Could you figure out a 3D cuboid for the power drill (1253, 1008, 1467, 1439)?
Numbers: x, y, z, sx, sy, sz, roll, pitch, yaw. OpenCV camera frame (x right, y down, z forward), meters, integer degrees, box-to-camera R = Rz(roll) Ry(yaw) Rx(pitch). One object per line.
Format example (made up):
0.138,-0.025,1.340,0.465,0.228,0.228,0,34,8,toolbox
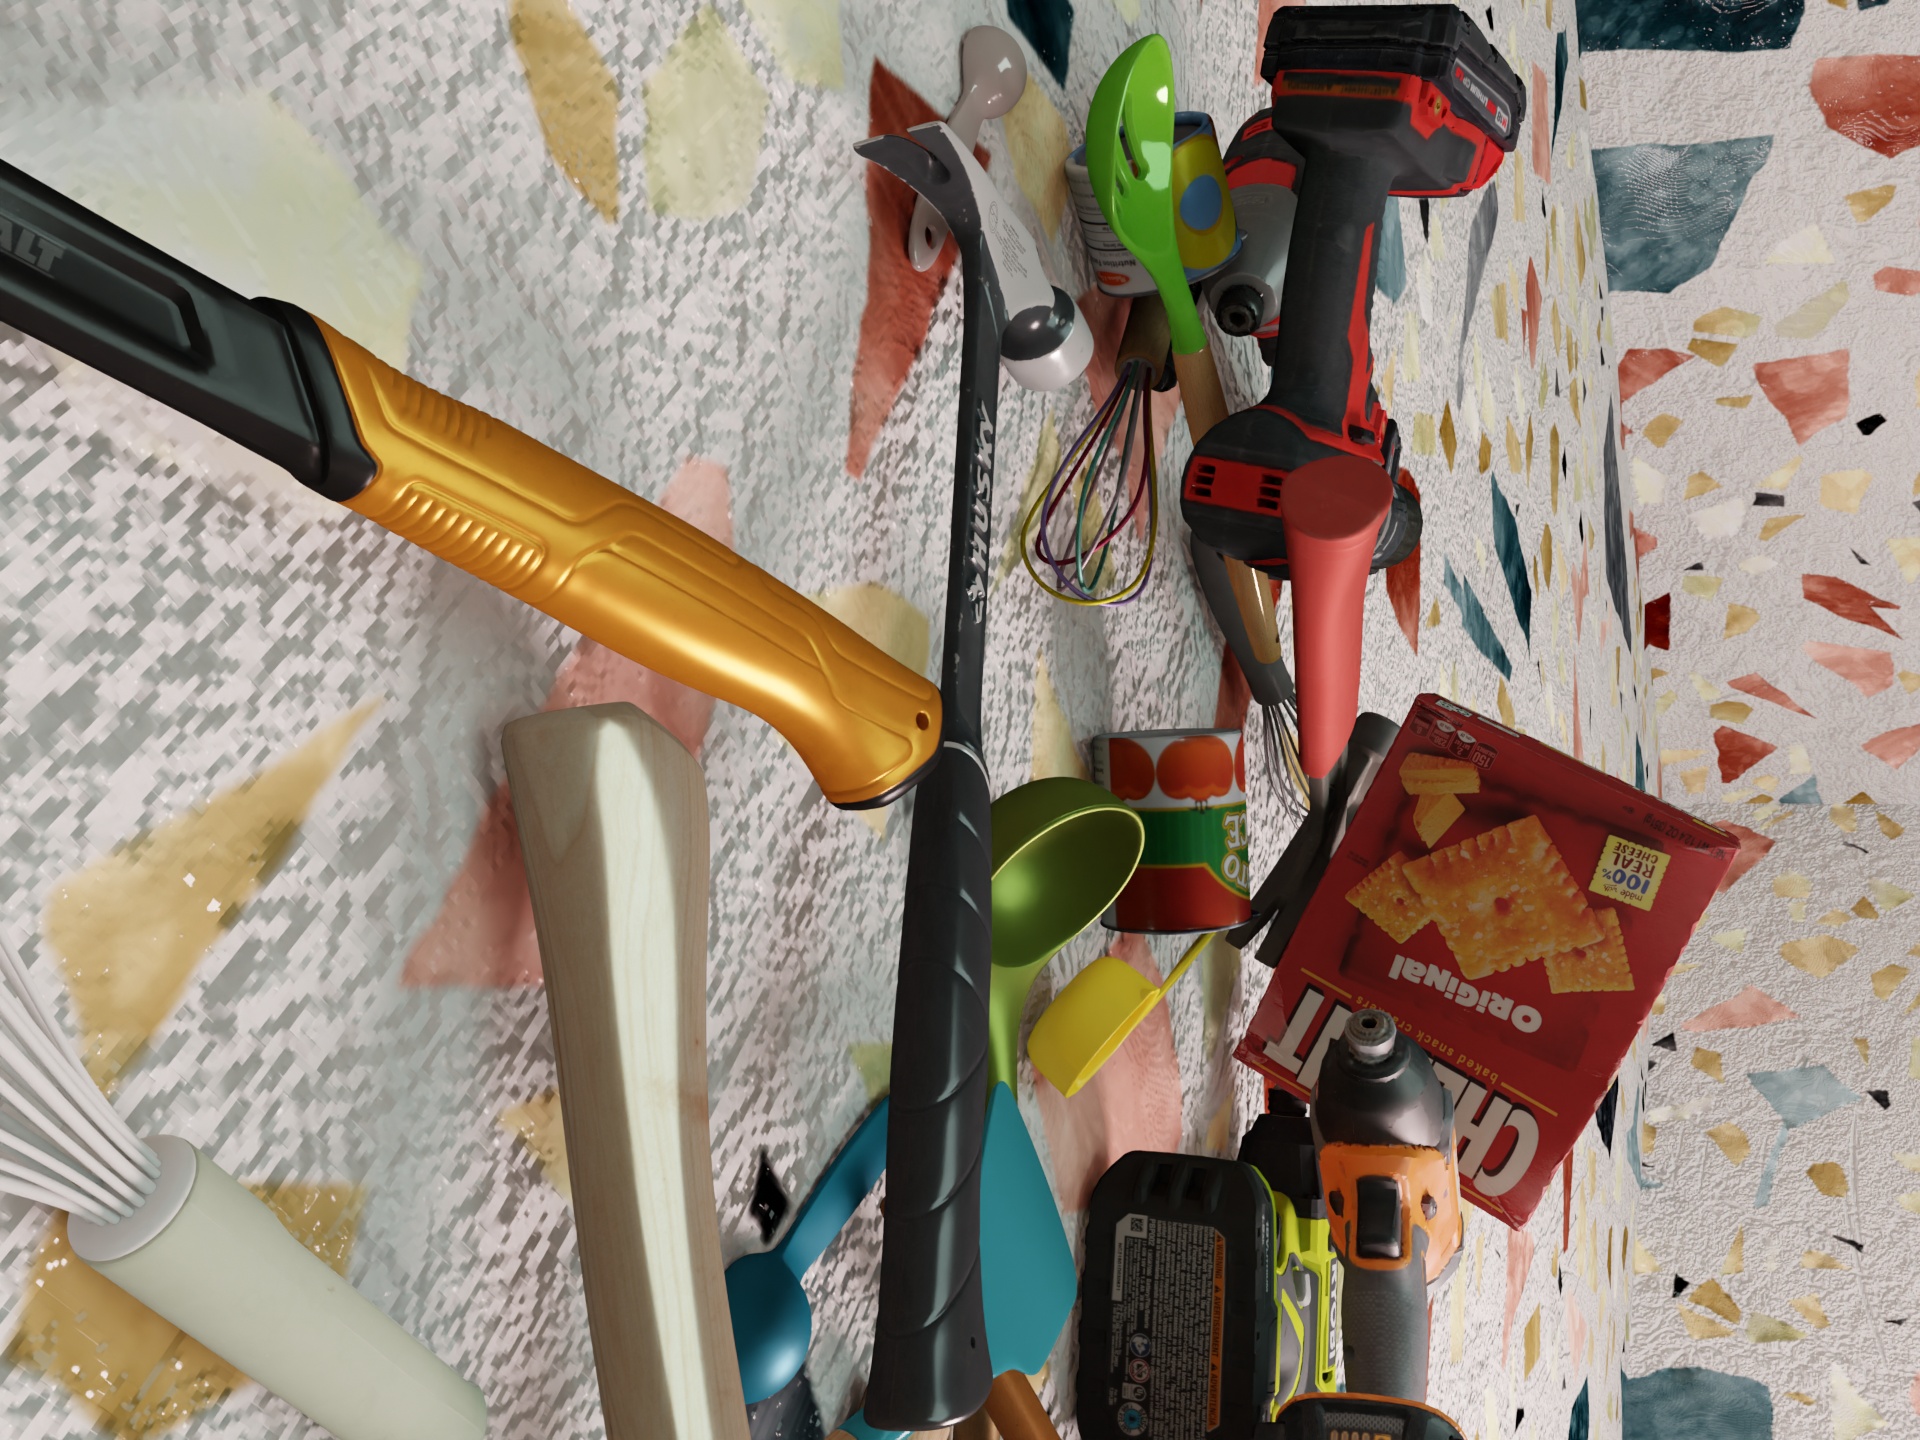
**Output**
0.173,0.241,0.657,0.227,0.084,0.164,-69,150,-49,power drill

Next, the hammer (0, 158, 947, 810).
-0.109,-0.060,0.320,0.336,0.034,0.127,31,62,-48,hammer

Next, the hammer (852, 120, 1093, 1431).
-0.001,-0.002,0.497,0.149,0.036,0.409,45,43,-57,hammer

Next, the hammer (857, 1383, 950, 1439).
-0.072,0.337,0.418,0.331,0.031,0.129,-62,140,-42,hammer

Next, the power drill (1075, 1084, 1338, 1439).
0.132,0.261,0.753,0.223,0.080,0.171,23,68,-63,power drill

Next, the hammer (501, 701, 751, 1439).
-0.065,0.200,0.365,0.146,0.038,0.411,-7,83,-42,hammer

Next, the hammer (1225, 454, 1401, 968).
0.159,0.000,0.708,0.149,0.037,0.358,-56,157,-13,hammer

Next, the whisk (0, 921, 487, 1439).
-0.149,0.078,0.276,0.246,0.058,0.059,67,27,-42,whisk

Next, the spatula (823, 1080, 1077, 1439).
-0.053,0.214,0.428,0.317,0.044,0.082,-31,107,-44,spatula

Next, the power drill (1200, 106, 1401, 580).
0.168,-0.180,0.808,0.219,0.078,0.143,66,35,-44,power drill

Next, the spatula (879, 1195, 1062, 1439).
0.040,0.290,0.568,0.081,0.041,0.322,-38,112,-31,spatula

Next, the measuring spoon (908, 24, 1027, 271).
0.005,-0.214,0.595,0.034,0.018,0.124,52,46,-48,measuring spoon

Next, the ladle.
0.021,0.179,0.571,0.078,0.062,0.320,10,83,-46,ladle

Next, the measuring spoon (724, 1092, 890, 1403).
-0.037,0.158,0.498,0.129,0.021,0.042,-47,129,-49,measuring spoon

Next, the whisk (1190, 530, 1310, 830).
0.173,-0.019,0.868,0.238,0.055,0.055,59,40,-36,whisk

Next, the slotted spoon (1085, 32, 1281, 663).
0.103,-0.139,0.684,0.070,0.031,0.313,-60,142,-34,slotted spoon

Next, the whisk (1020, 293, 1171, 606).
0.070,-0.141,0.694,0.051,0.047,0.245,60,35,-41,whisk

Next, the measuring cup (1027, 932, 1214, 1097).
0.075,0.106,0.674,0.156,0.029,0.062,-29,154,-56,measuring cup

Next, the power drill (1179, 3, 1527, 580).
0.175,-0.171,0.692,0.187,0.080,0.226,0,104,-56,power drill
